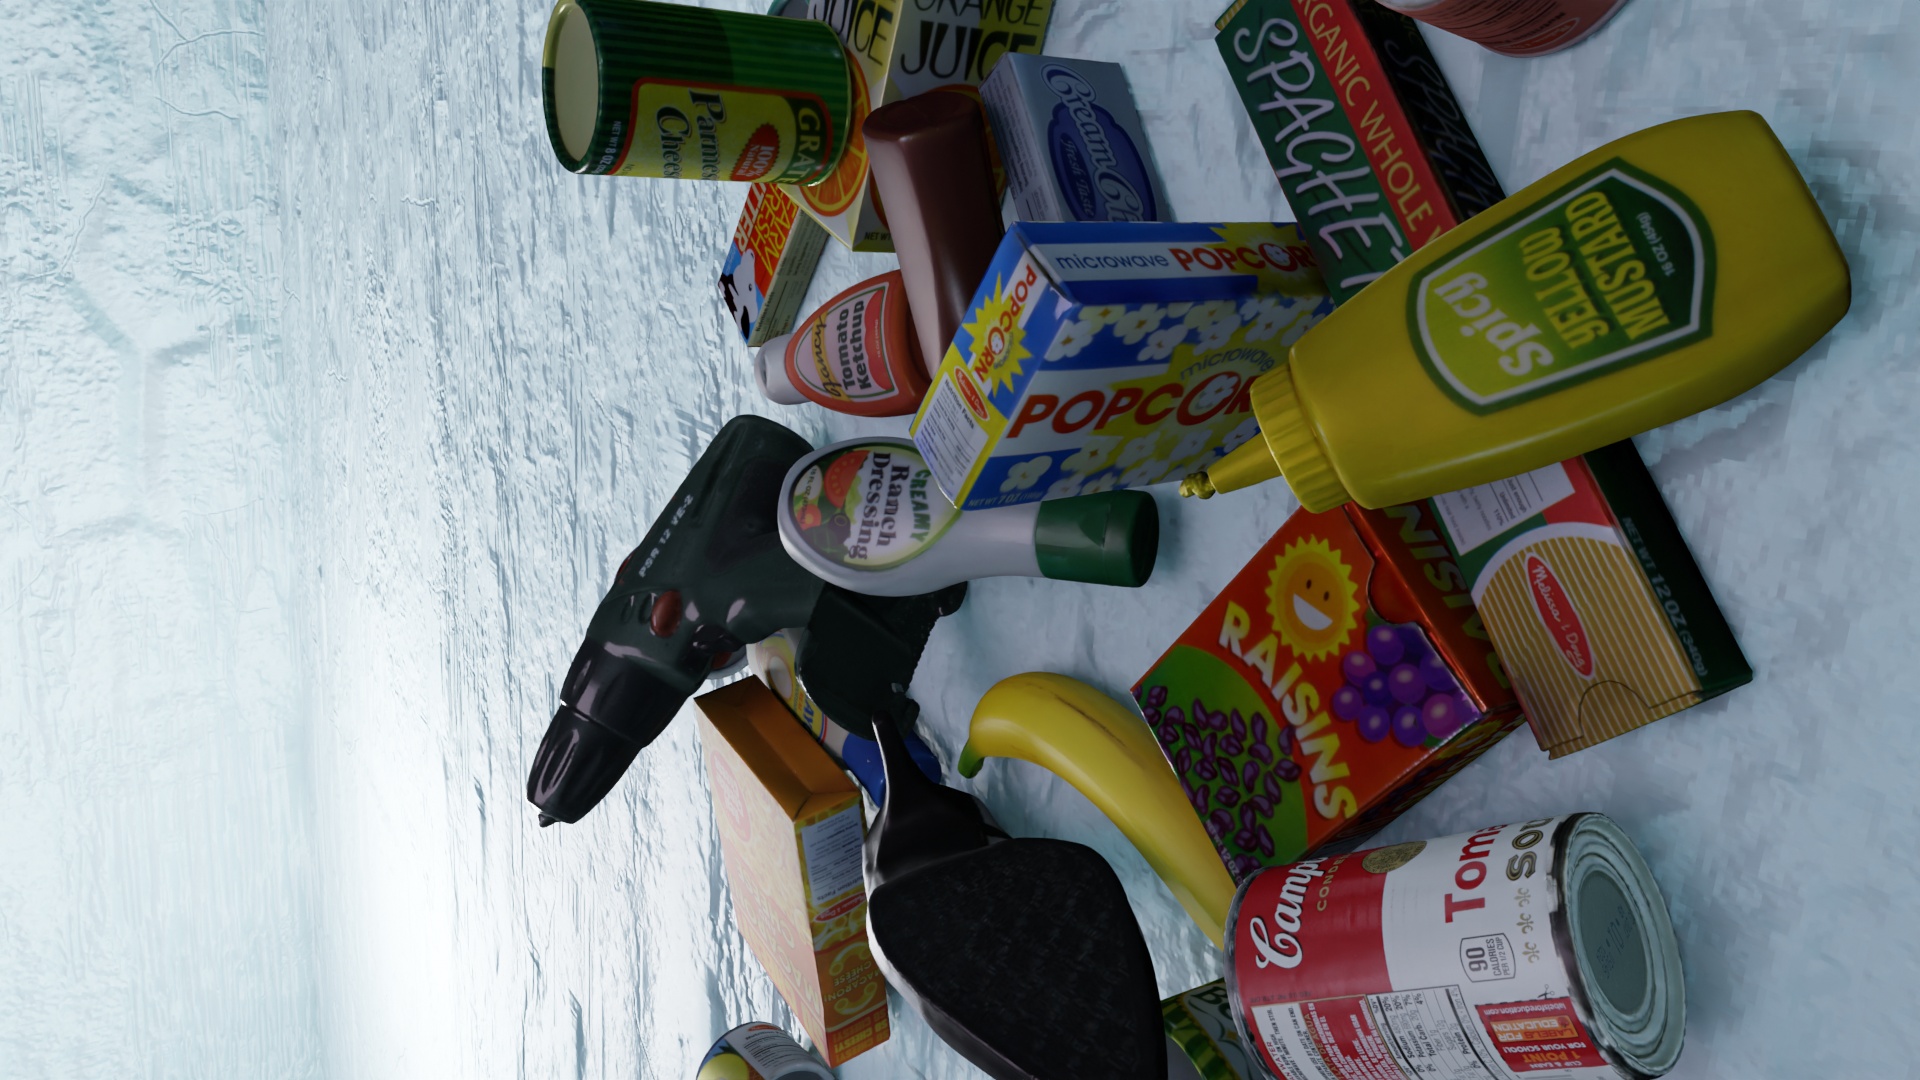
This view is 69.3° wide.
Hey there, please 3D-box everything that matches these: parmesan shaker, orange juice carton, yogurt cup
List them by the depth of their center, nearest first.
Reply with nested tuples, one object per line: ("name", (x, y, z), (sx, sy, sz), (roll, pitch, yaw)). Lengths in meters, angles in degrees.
("yogurt cup", (0.139, -0.164, 0.362), (0.072, 0.054, 0.072), (14, 107, 55))
("parmesan shaker", (-0.105, -0.174, 0.547), (0.071, 0.103, 0.071), (15, 109, 54))
("orange juice carton", (-0.012, -0.219, 0.562), (0.073, 0.072, 0.191), (46, 131, 42))

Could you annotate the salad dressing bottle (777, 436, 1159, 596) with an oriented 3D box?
("salad dressing bottle", (0.002, -0.007, 0.543), (0.147, 0.044, 0.064), (5, 75, 24))

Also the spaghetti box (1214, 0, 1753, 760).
("spaghetti box", (0.140, -0.065, 0.397), (0.050, 0.029, 0.250), (-42, 61, 50))

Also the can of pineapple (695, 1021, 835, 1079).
("can of pineapple", (-0.111, 0.320, 0.794), (0.058, 0.071, 0.071), (12, 105, 55))

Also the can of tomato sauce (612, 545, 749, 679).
("can of tomato sauce", (-0.161, 0.041, 0.826), (0.083, 0.071, 0.071), (23, 114, 52))

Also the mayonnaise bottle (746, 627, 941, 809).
("mayonnaise bottle", (-0.062, 0.081, 0.708), (0.148, 0.041, 0.064), (42, 132, 46))

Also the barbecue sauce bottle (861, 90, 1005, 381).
("barbecue sauce bottle", (0.001, -0.095, 0.544), (0.065, 0.044, 0.148), (-118, 11, -61))

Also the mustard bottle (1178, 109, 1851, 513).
("mustard bottle", (0.125, -0.043, 0.345), (0.160, 0.049, 0.065), (-27, 68, 22))

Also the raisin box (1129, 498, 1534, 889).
("raisin box", (0.115, 0.048, 0.443), (0.122, 0.040, 0.086), (-56, 50, 43))

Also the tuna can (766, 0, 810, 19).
("tuna can", (-0.071, -0.238, 0.682), (0.071, 0.033, 0.071), (13, 106, 54))

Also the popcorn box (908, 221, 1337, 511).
("popcorn box", (0.056, -0.056, 0.437), (0.038, 0.127, 0.084), (57, 138, 29))

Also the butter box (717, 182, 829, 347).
("butter box", (-0.098, -0.158, 0.742), (0.053, 0.024, 0.103), (61, 140, 29))

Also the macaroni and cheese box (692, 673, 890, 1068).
("macaroni and cheese box", (-0.087, 0.171, 0.727), (0.124, 0.040, 0.165), (36, 139, 49))

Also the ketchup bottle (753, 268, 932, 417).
("ketchup bottle", (-0.051, -0.089, 0.665), (0.148, 0.044, 0.064), (-1, 94, 57))

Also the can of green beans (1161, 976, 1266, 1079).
("can of green beans", (0.090, 0.189, 0.483), (0.071, 0.058, 0.071), (13, 105, 55))

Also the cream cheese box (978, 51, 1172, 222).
("cream cheese box", (0.046, -0.127, 0.506), (0.024, 0.053, 0.104), (-35, 66, 54))
